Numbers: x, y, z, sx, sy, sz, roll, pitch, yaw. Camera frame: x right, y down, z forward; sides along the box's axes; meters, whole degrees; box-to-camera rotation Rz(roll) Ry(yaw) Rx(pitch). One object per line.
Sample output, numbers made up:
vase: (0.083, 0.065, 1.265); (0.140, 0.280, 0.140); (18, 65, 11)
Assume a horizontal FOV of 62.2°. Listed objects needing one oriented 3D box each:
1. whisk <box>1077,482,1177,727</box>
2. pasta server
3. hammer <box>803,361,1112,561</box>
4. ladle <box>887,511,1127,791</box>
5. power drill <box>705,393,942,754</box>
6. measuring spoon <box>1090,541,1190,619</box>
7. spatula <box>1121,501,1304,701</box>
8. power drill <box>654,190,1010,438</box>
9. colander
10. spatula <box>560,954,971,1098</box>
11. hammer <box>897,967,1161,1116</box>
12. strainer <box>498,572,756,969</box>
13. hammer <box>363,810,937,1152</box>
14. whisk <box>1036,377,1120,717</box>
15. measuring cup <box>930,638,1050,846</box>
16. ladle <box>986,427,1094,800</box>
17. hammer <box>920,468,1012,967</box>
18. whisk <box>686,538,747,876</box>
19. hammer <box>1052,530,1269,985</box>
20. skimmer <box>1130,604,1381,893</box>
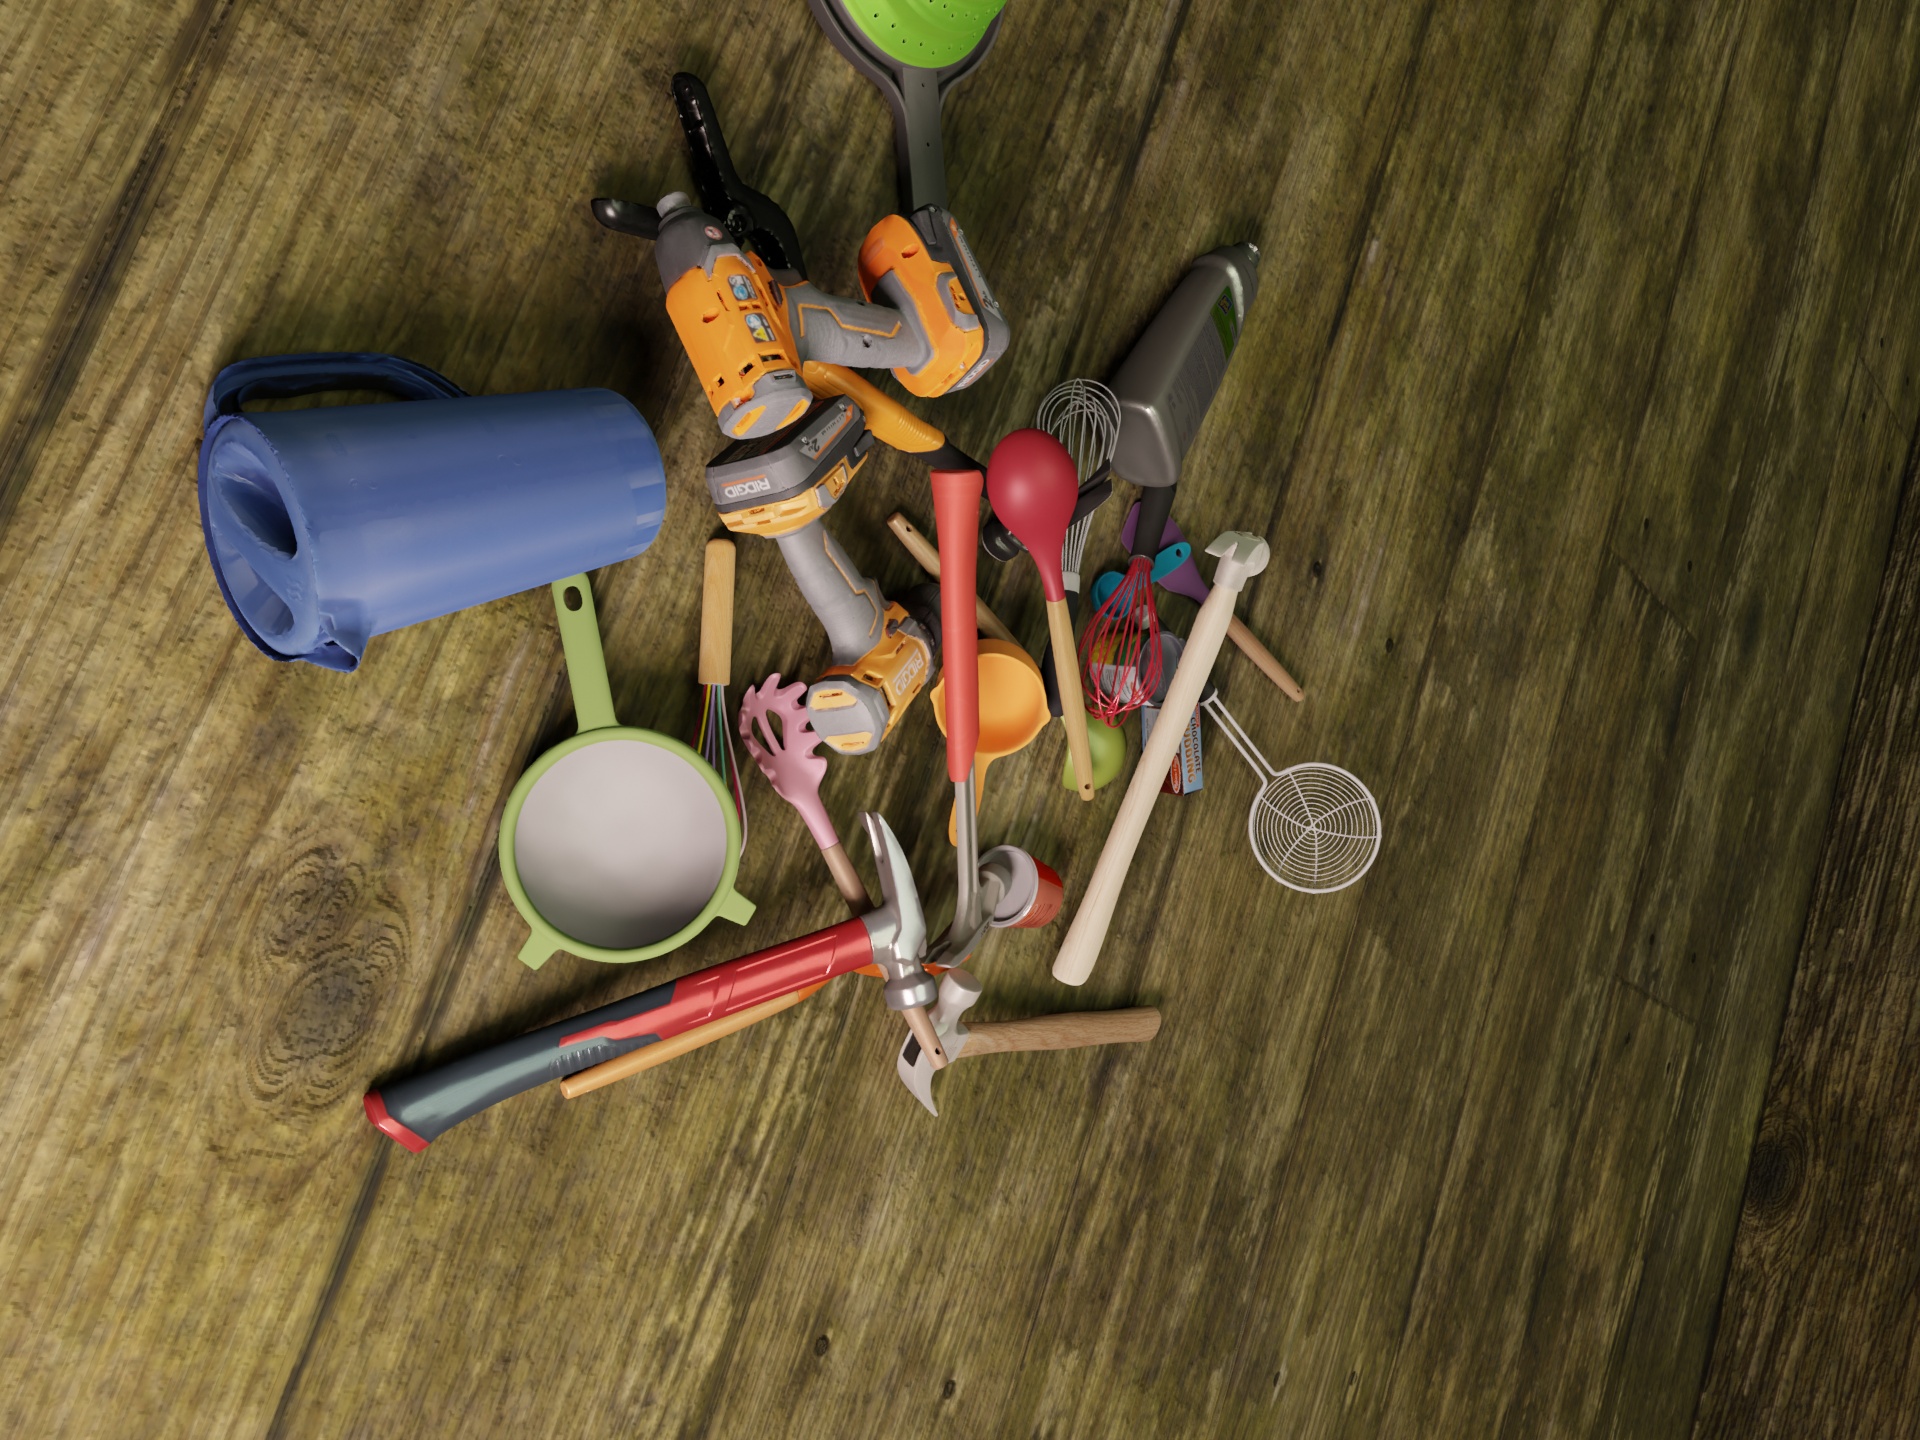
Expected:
whisk: (0.150, -0.118, 1.352); (0.073, 0.073, 0.296); (45, 48, -37)
pasta server: (-0.079, 0.114, 1.154); (0.060, 0.040, 0.316); (-29, 97, -29)
hammer: (-0.040, -0.217, 1.164); (0.336, 0.127, 0.034); (25, 52, -36)
ladle: (0.037, -0.054, 1.302); (0.319, 0.062, 0.078); (46, 61, -29)
power drill: (-0.078, -0.114, 1.140); (0.185, 0.084, 0.226); (-55, 130, -51)
measuring spoon: (0.158, -0.128, 1.409); (0.128, 0.021, 0.042); (-33, 105, -34)
spatula: (0.246, -0.104, 1.501); (0.315, 0.018, 0.060); (40, 66, -38)
power drill: (-0.091, -0.281, 1.053); (0.226, 0.084, 0.164); (-19, 80, -39)
colander: (-0.010, -0.487, 1.159); (0.204, 0.094, 0.397); (-15, 105, -41)
spatula: (-0.138, 0.216, 1.157); (0.322, 0.081, 0.041); (-18, 79, -36)
hammer: (0.068, 0.266, 1.346); (0.331, 0.031, 0.130); (9, 116, -50)
strainer: (-0.231, 0.028, 1.039); (0.151, 0.069, 0.256); (-11, 88, -11)
hammer: (-0.198, 0.177, 1.051); (0.386, 0.038, 0.143); (-16, 94, -28)
whisk: (0.087, -0.143, 1.296); (0.070, 0.070, 0.285); (14, 78, -43)
measuring cup: (0.015, 0.016, 1.272); (0.095, 0.052, 0.173); (11, 115, -5)
ladle: (0.075, -0.071, 1.221); (0.069, 0.031, 0.315); (-16, 119, -8)
hammer: (-0.002, -0.004, 1.172); (0.149, 0.037, 0.359); (-41, 133, -64)
whisk: (-0.171, -0.003, 1.104); (0.047, 0.051, 0.245); (4, 87, -34)
hammer: (0.159, 0.038, 1.325); (0.410, 0.038, 0.146); (-70, 166, 13)
skimmer: (0.274, 0.027, 1.494); (0.127, 0.090, 0.362); (-40, 124, 5)
